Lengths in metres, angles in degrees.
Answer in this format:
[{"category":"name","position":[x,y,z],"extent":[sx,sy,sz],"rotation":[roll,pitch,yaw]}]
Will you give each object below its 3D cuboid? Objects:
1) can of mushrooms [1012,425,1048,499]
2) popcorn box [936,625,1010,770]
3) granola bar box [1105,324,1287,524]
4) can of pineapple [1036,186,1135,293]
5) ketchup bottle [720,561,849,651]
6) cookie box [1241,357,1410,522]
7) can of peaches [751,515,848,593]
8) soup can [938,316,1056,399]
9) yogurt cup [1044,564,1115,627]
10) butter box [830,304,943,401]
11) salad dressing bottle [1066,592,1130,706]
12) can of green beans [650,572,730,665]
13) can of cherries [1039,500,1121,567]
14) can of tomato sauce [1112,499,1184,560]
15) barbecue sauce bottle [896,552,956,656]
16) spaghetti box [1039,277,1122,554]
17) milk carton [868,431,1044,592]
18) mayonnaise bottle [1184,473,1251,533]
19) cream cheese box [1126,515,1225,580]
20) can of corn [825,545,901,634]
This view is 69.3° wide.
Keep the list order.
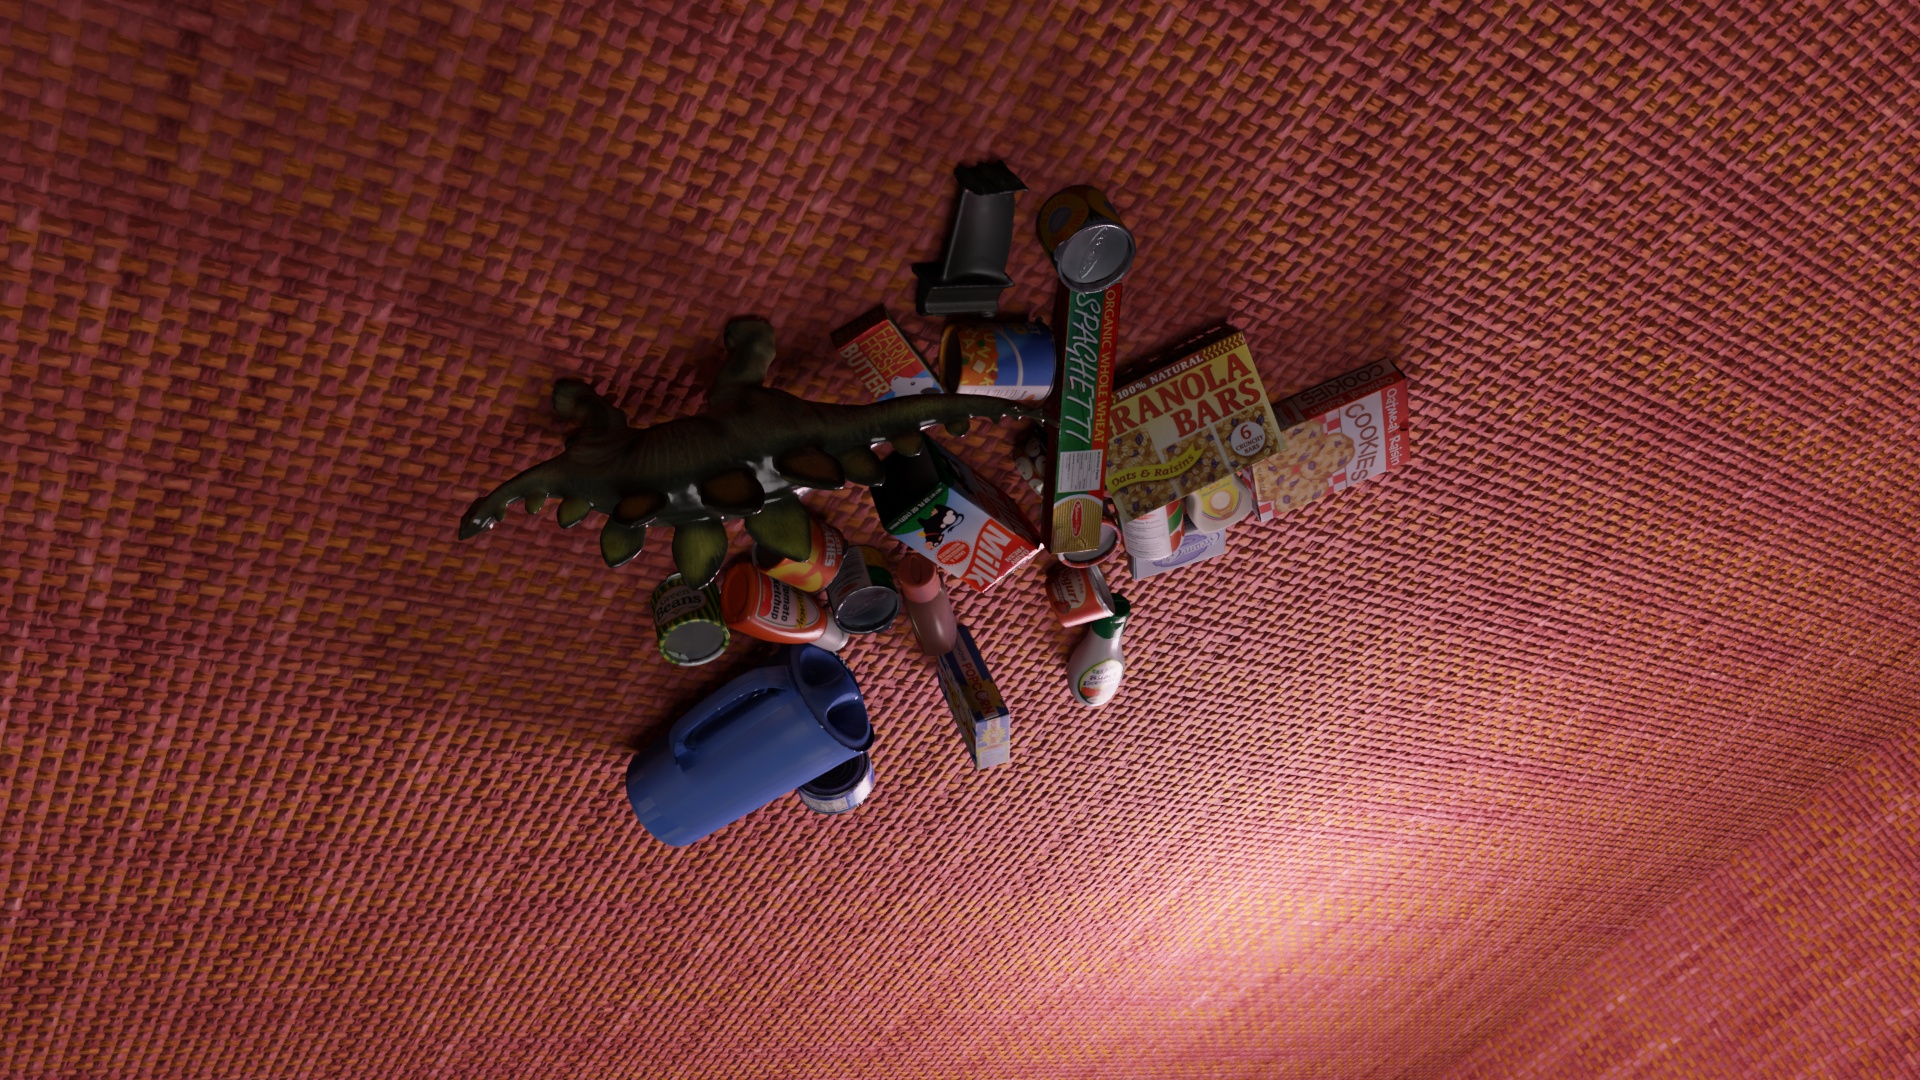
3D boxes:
[{"category":"can of mushrooms","position":[0.079,-0.069,1.285],"extent":[0.033,0.071,0.071],"rotation":[-38,136,18]},{"category":"popcorn box","position":[0.012,0.163,1.446],"extent":[0.038,0.127,0.084],"rotation":[-15,138,-14]},{"category":"granola bar box","position":[0.199,-0.107,1.278],"extent":[0.165,0.039,0.124],"rotation":[-25,109,3]},{"category":"can of pineapple","position":[0.099,-0.243,1.117],"extent":[0.071,0.058,0.070],"rotation":[-12,137,-11]},{"category":"ketchup bottle","position":[-0.165,0.071,1.330],"extent":[0.043,0.065,0.148],"rotation":[-15,154,30]},{"category":"cookie box","position":[0.365,-0.098,1.392],"extent":[0.167,0.040,0.122],"rotation":[-23,138,0]},{"category":"can of peaches","position":[-0.147,0.007,1.264],"extent":[0.058,0.071,0.071],"rotation":[28,119,-39]},{"category":"soup can","position":[0.030,-0.155,1.177],"extent":[0.084,0.071,0.071],"rotation":[-2,134,-20]},{"category":"yogurt cup","position":[0.122,0.055,1.431],"extent":[0.054,0.073,0.072],"rotation":[-24,139,14]},{"category":"butter box","position":[-0.061,-0.149,1.173],"extent":[0.053,0.024,0.103],"rotation":[-31,138,9]},{"category":"salad dressing bottle","position":[0.155,0.120,1.524],"extent":[0.064,0.044,0.146],"rotation":[-6,135,-15]},{"category":"can of green beans","position":[-0.252,0.075,1.296],"extent":[0.071,0.058,0.071],"rotation":[-12,137,-11]},{"category":"can of cherries","position":[0.120,-0.016,1.360],"extent":[0.071,0.058,0.071],"rotation":[-11,137,-11]},{"category":"can of tomato sauce","position":[0.185,-0.032,1.367],"extent":[0.071,0.071,0.082],"rotation":[-21,138,-2]},{"category":"barbecue sauce bottle","position":[-0.033,0.058,1.342],"extent":[0.044,0.065,0.148],"rotation":[-11,154,1]},{"category":"spaghetti box","position":[0.105,-0.109,1.216],"extent":[0.050,0.029,0.249],"rotation":[-5,113,-18]},{"category":"milk carton","position":[0.005,-0.016,1.300],"extent":[0.072,0.074,0.190],"rotation":[-38,136,17]},{"category":"mayonnaise bottle","position":[0.242,-0.069,1.369],"extent":[0.065,0.041,0.147],"rotation":[-27,137,6]},{"category":"cream cheese box","position":[0.225,0.003,1.449],"extent":[0.104,0.024,0.053],"rotation":[-17,138,-6]},{"category":"can of corn","position":[-0.095,0.049,1.336],"extent":[0.071,0.058,0.070],"rotation":[-12,137,-11]}]
